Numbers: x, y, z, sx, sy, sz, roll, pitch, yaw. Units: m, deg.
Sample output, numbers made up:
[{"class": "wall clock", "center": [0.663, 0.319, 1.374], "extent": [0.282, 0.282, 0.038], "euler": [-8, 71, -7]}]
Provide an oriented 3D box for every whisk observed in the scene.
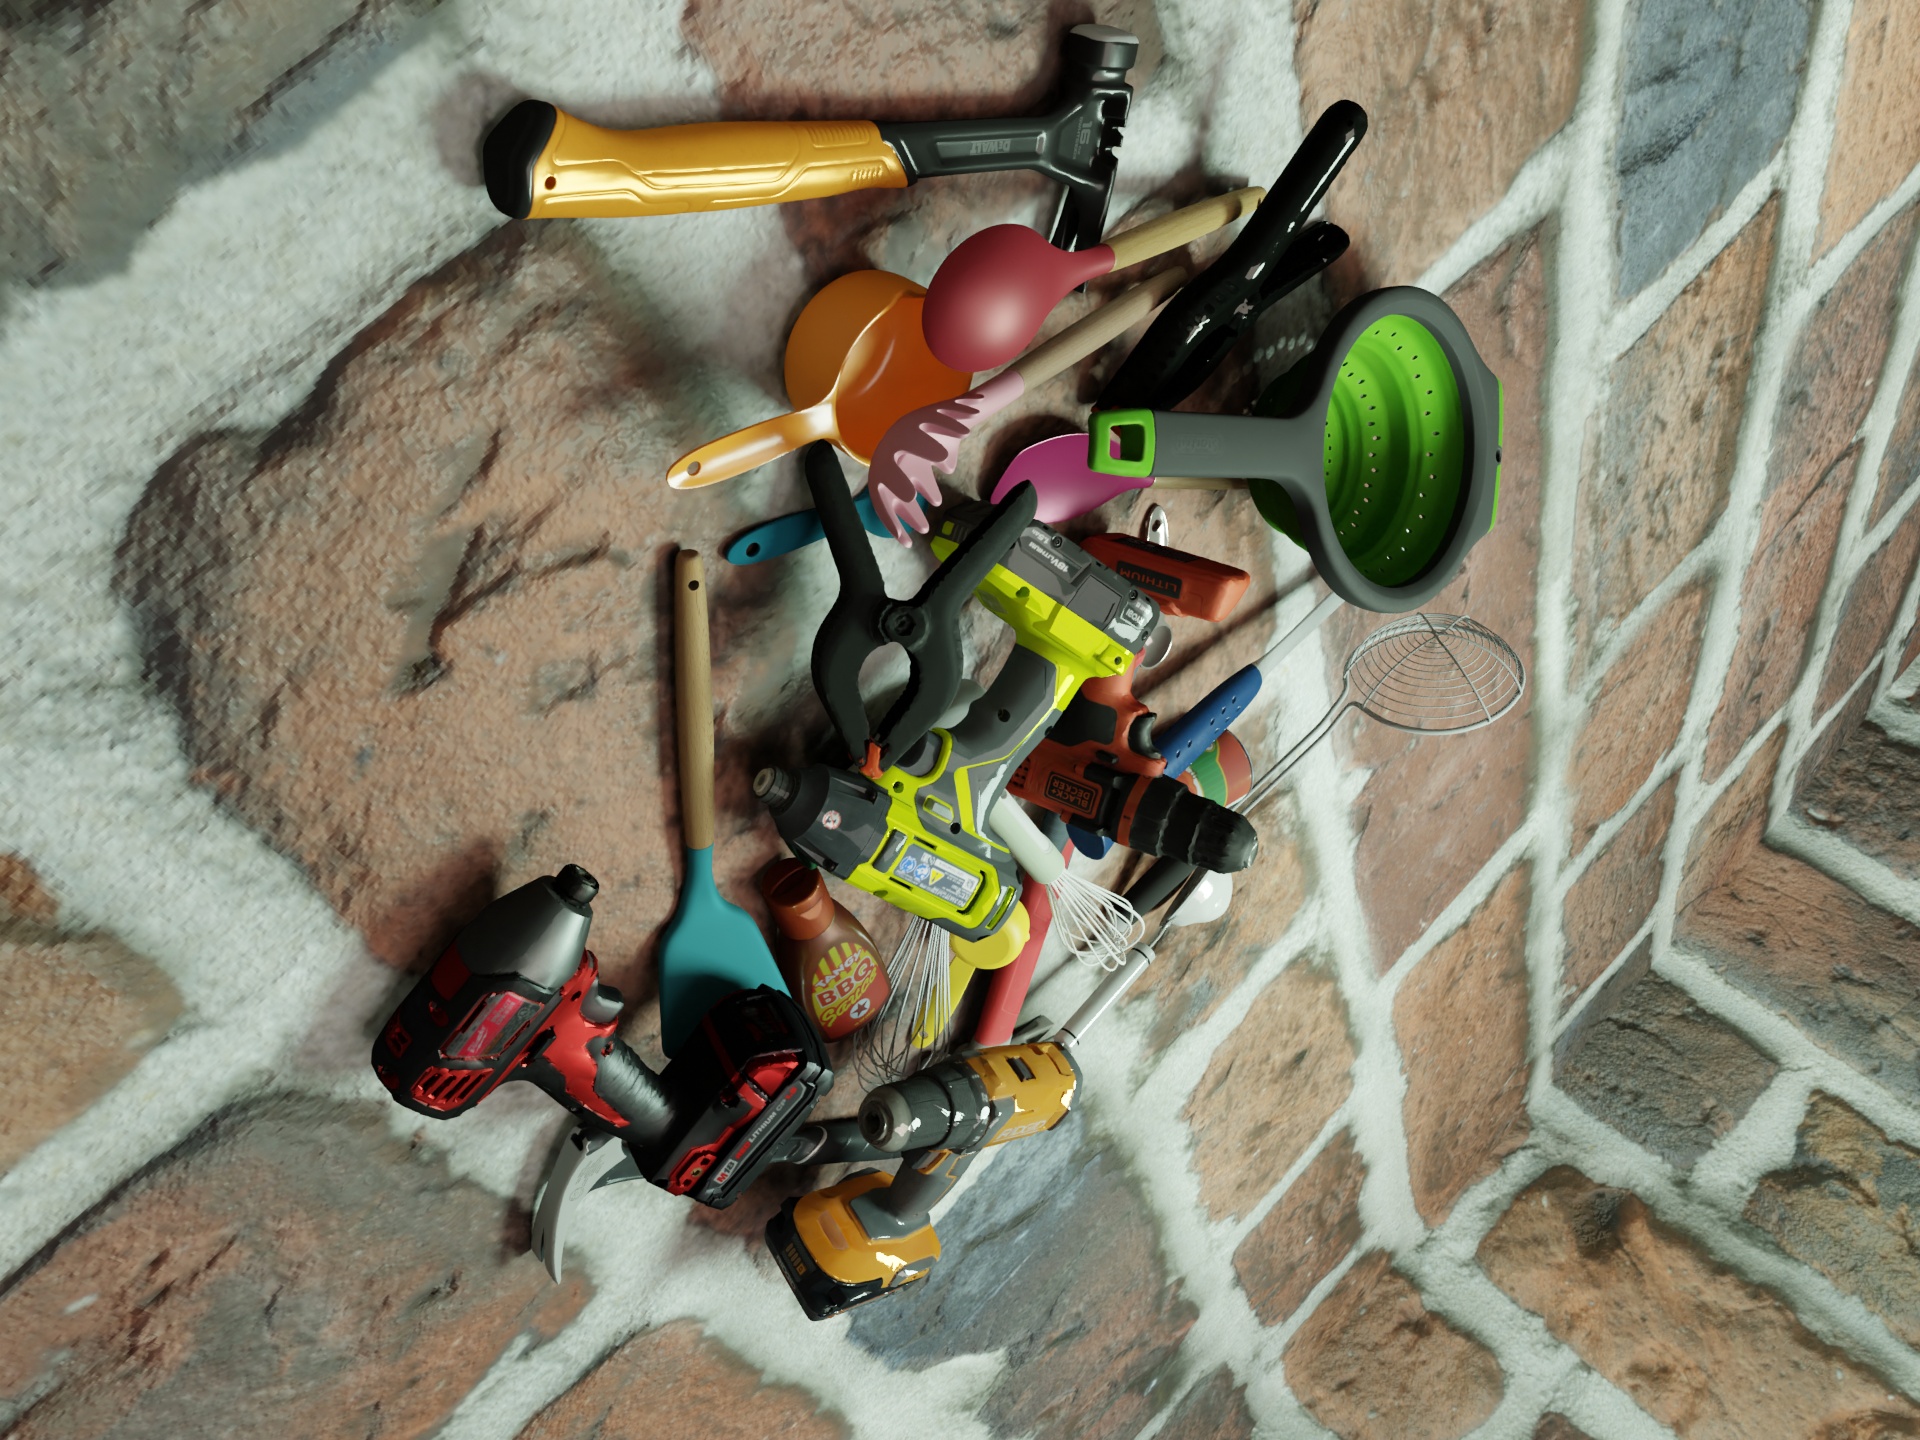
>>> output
[{"class": "whisk", "center": [-0.019, 0.134, 1.057], "extent": [0.070, 0.070, 0.284], "euler": [-11, 123, -44]}, {"class": "whisk", "center": [0.063, 0.102, 1.062], "extent": [0.059, 0.058, 0.246], "euler": [-23, 139, 14]}]

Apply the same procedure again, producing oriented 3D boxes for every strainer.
[{"class": "strainer", "center": [0.152, 0.183, 1.271], "extent": [0.258, 0.050, 0.086], "euler": [-44, 171, -25]}]

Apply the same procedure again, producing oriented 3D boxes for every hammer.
[{"class": "hammer", "center": [0.072, 0.109, 1.150], "extent": [0.143, 0.038, 0.386], "euler": [-14, 130, -44]}, {"class": "hammer", "center": [-0.121, 0.300, 1.099], "extent": [0.408, 0.036, 0.149], "euler": [15, 109, -54]}, {"class": "hammer", "center": [-0.052, -0.242, 0.705], "extent": [0.337, 0.034, 0.127], "euler": [-19, 132, -39]}, {"class": "hammer", "center": [0.217, -0.041, 1.150], "extent": [0.405, 0.035, 0.143], "euler": [-40, 143, -29]}]

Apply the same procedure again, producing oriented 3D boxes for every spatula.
[{"class": "spatula", "center": [-0.135, 0.051, 0.856], "extent": [0.082, 0.044, 0.317], "euler": [-16, 131, -24]}]

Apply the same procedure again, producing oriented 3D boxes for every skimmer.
[{"class": "skimmer", "center": [0.263, 0.053, 1.220], "extent": [0.090, 0.127, 0.363], "euler": [30, 115, -32]}]

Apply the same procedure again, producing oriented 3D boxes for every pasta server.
[{"class": "pasta server", "center": [0.046, -0.175, 0.805], "extent": [0.316, 0.040, 0.060], "euler": [-42, 165, -44]}]

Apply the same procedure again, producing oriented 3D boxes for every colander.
[{"class": "colander", "center": [0.192, -0.167, 0.981], "extent": [0.397, 0.094, 0.204], "euler": [-7, 101, -42]}]

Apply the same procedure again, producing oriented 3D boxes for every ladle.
[{"class": "ladle", "center": [0.085, -0.241, 0.814], "extent": [0.315, 0.031, 0.069], "euler": [-36, 143, -45]}]

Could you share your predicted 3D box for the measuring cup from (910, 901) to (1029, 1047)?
[{"class": "measuring cup", "center": [-0.003, 0.183, 1.118], "extent": [0.156, 0.062, 0.029], "euler": [-62, -177, 28]}]

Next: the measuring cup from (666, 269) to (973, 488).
[{"class": "measuring cup", "center": [-0.074, -0.153, 0.743], "extent": [0.173, 0.052, 0.095], "euler": [-29, 139, -28]}]

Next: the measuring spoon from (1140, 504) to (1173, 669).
[{"class": "measuring spoon", "center": [0.126, -0.090, 1.064], "extent": [0.034, 0.018, 0.124], "euler": [-28, 132, -31]}]

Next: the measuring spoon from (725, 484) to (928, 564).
[{"class": "measuring spoon", "center": [-0.064, -0.099, 0.825], "extent": [0.128, 0.021, 0.042], "euler": [-24, 136, -35]}]

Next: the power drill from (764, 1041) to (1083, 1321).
[{"class": "power drill", "center": [-0.040, 0.303, 1.059], "extent": [0.185, 0.084, 0.226], "euler": [5, 131, -51]}]

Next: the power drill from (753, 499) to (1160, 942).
[{"class": "power drill", "center": [-0.001, -0.003, 0.892], "extent": [0.171, 0.080, 0.223], "euler": [31, 89, -32]}]

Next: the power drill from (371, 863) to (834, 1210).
[{"class": "power drill", "center": [-0.180, 0.166, 0.842], "extent": [0.219, 0.079, 0.143], "euler": [35, 97, -38]}]

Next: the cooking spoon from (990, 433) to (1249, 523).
[{"class": "cooking spoon", "center": [0.132, -0.155, 1.006], "extent": [0.318, 0.017, 0.068], "euler": [-8, 142, -46]}]
